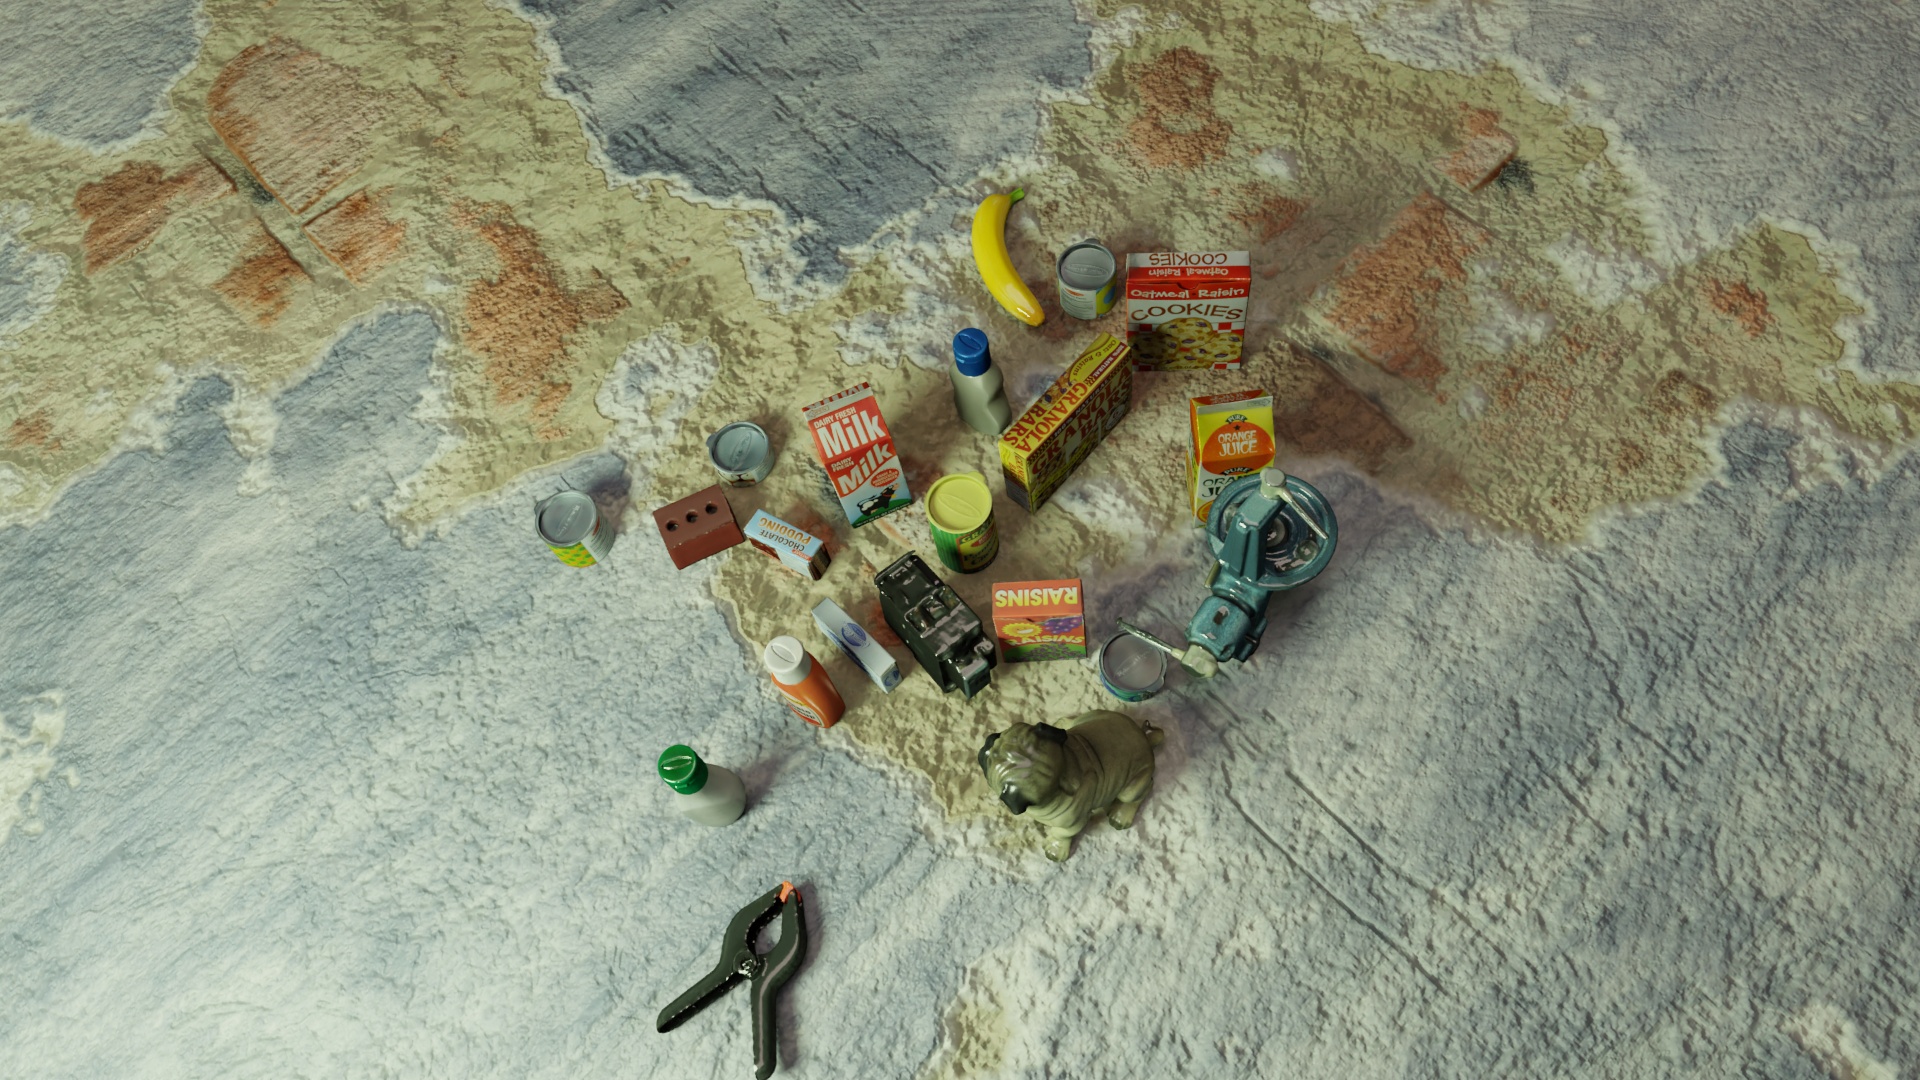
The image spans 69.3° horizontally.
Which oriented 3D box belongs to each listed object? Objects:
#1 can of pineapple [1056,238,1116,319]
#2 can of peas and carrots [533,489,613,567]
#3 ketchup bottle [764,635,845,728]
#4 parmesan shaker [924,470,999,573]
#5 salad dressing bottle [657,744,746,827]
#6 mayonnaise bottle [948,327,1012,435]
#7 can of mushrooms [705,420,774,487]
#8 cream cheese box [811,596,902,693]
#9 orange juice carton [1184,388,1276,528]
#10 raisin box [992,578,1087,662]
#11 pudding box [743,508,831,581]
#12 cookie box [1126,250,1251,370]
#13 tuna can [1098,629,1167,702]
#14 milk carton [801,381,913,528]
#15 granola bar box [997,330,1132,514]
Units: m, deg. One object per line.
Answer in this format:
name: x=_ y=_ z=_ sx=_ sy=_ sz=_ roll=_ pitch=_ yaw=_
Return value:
can of pineapple: x=0.141 y=-0.289 z=1.540 sx=0.071 sy=0.057 sz=0.071 roll=-3 pitch=64 yaw=5
can of peas and carrots: x=-0.410 y=-0.012 z=1.470 sx=0.071 sy=0.058 sz=0.071 roll=-3 pitch=64 yaw=5
ketchup bottle: x=-0.152 y=0.132 z=1.321 sx=0.065 sy=0.148 sz=0.044 roll=31 pitch=72 yaw=19
parmesan shaker: x=0.005 y=-0.018 z=1.400 sx=0.071 sy=0.102 sz=0.071 roll=-3 pitch=65 yaw=6
salad dressing bottle: x=-0.241 y=0.227 z=1.287 sx=0.064 sy=0.147 sz=0.044 roll=-11 pitch=64 yaw=1
mayonnaise bottle: x=0.018 y=-0.166 z=1.445 sx=0.065 sy=0.147 sz=0.041 roll=34 pitch=73 yaw=20
can of mushrooms: x=-0.239 y=-0.094 z=1.504 sx=0.071 sy=0.033 sz=0.071 roll=-3 pitch=64 yaw=5
cream cheese box: x=-0.102 y=0.104 z=1.382 sx=0.024 sy=0.053 sz=0.104 roll=-43 pitch=67 yaw=-13
orange juice carton: x=0.261 y=-0.087 z=1.354 sx=0.072 sy=0.192 sz=0.073 roll=-6 pitch=64 yaw=4
raisin box: x=0.077 y=0.079 z=1.334 sx=0.086 sy=0.123 sz=0.040 roll=-2 pitch=65 yaw=6
pudding box: x=-0.179 y=0.005 z=1.440 sx=0.084 sy=0.049 sz=0.030 roll=26 pitch=70 yaw=17
cookie box: x=0.234 y=-0.235 z=1.442 sx=0.123 sy=0.166 sz=0.040 roll=0 pitch=65 yaw=7
tuna can: x=0.170 y=0.124 z=1.353 sx=0.071 sy=0.032 sz=0.071 roll=-3 pitch=64 yaw=5
milk carton: x=-0.106 y=-0.093 z=1.401 sx=0.072 sy=0.189 sz=0.073 roll=-22 pitch=64 yaw=-4
granola bar box: x=0.111 y=-0.119 z=1.425 sx=0.039 sy=0.123 sz=0.166 roll=37 pitch=74 yaw=21
